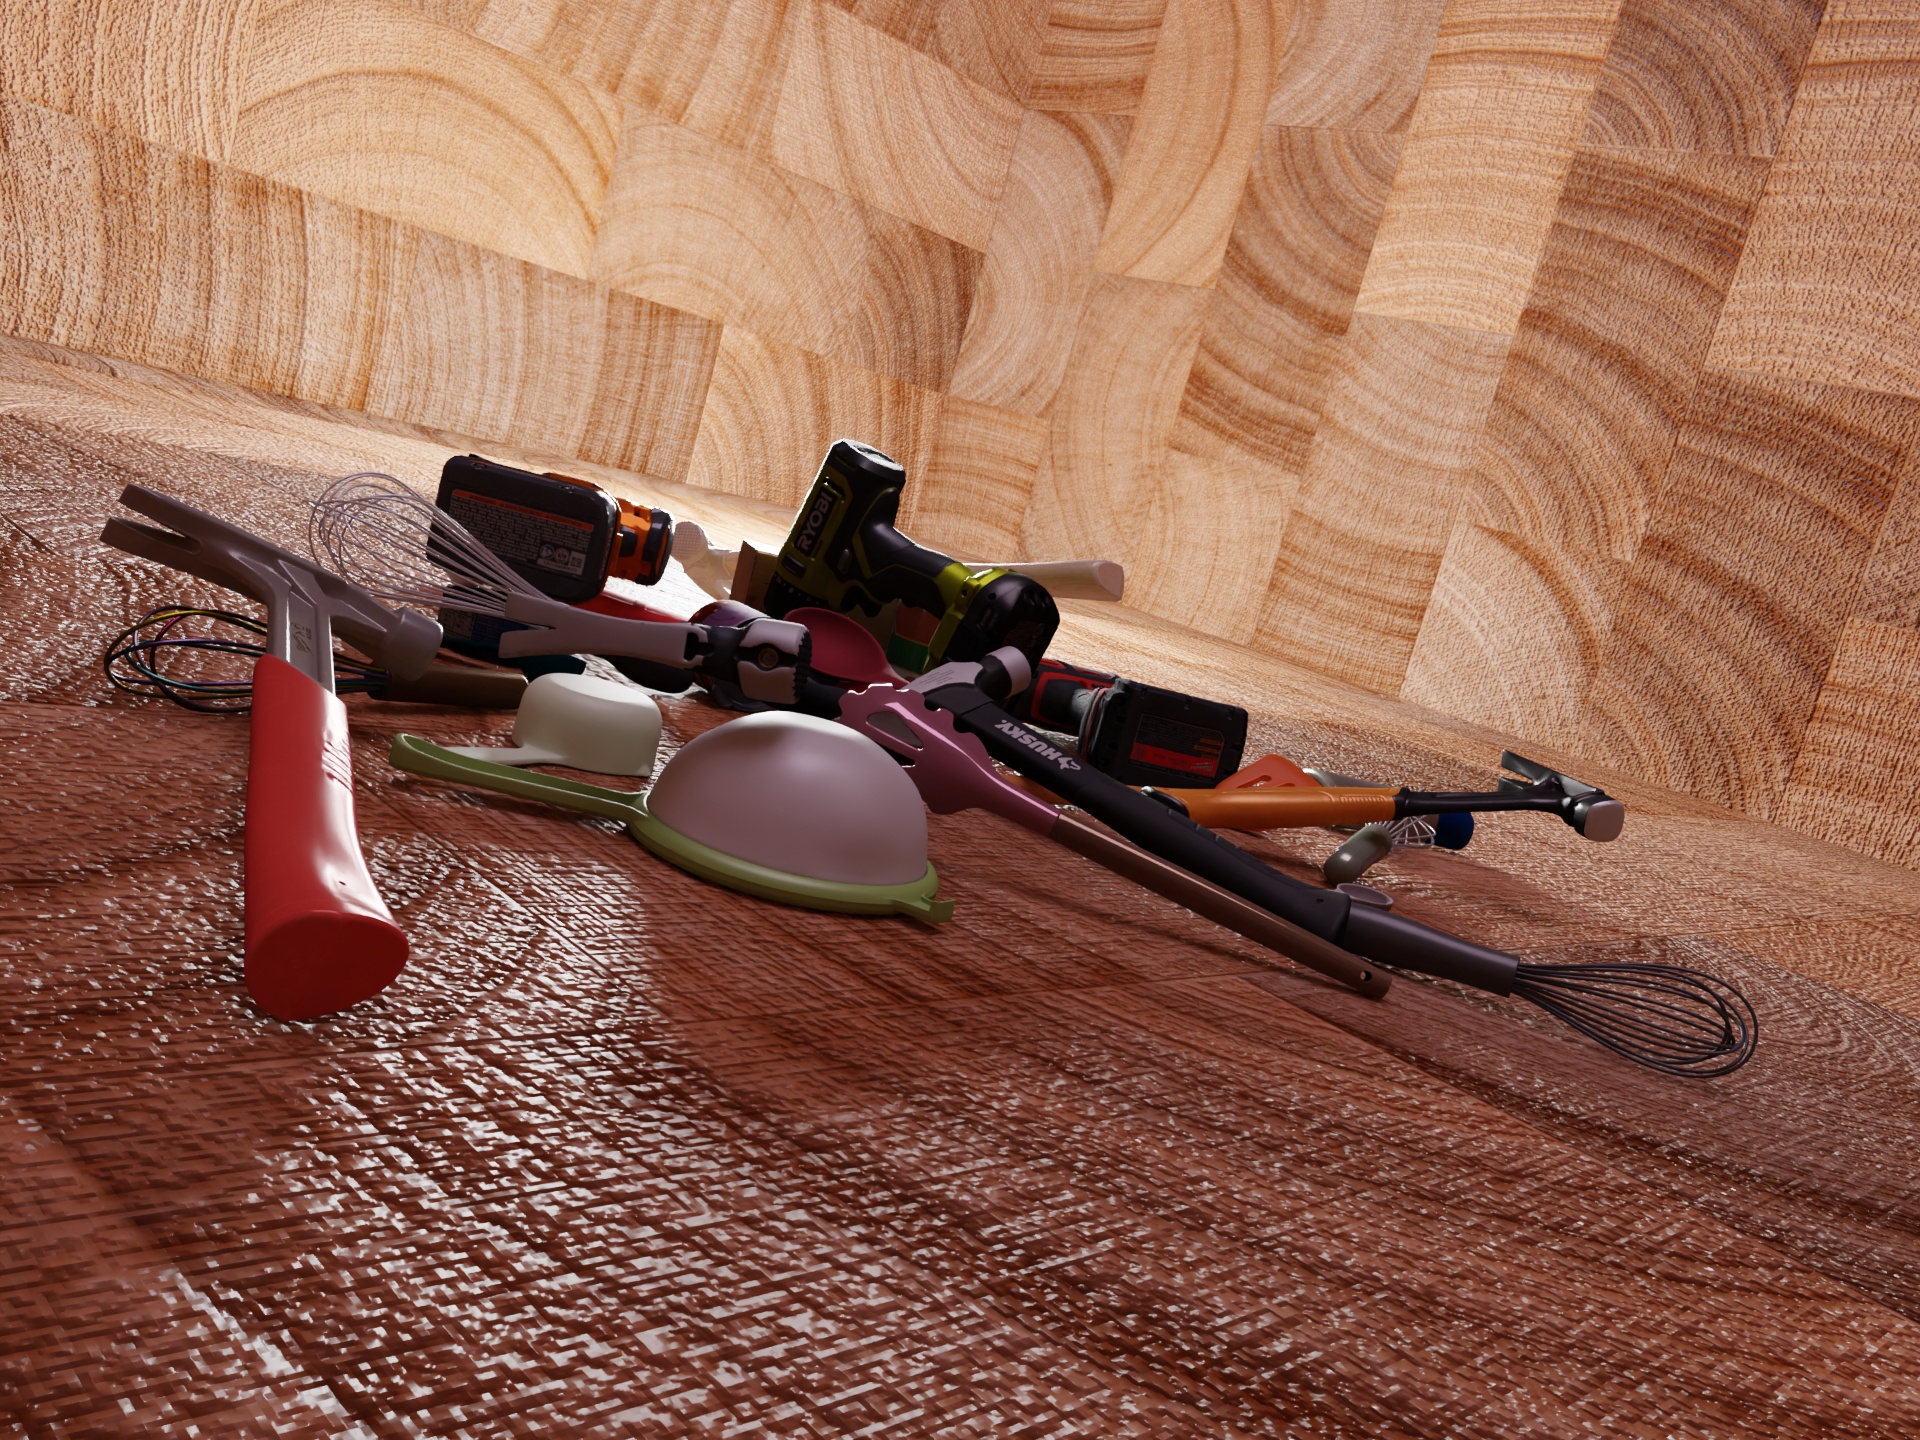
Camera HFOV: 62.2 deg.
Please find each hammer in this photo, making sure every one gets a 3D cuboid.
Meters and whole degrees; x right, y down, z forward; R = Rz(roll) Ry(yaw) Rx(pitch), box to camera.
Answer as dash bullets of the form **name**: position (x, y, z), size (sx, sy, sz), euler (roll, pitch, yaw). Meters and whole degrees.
- **hammer**: position (0.085, 0.050, 0.928), size (0.146, 0.035, 0.335), euler (-24, 40, -36)
- **hammer**: position (-0.212, -0.070, 1.235), size (0.386, 0.038, 0.143), euler (20, 8, 25)
- **hammer**: position (-0.120, -0.023, 0.897), size (0.149, 0.036, 0.409), euler (8, -3, 7)
- **hammer**: position (0.278, 0.055, 1.096), size (0.336, 0.034, 0.127), euler (-1, 14, -17)
- **hammer**: position (-0.254, -0.002, 0.591), size (0.149, 0.036, 0.359), euler (27, 10, -29)
- **hammer**: position (-0.054, -0.130, 1.457), size (0.411, 0.038, 0.146), euler (4, -15, 15)

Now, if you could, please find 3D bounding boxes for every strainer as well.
- **strainer**: position (-0.124, 0.021, 0.731), size (0.256, 0.069, 0.152), euler (15, 9, -17)

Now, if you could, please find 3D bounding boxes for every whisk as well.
- **whisk**: position (-0.304, -0.024, 0.790), size (0.051, 0.047, 0.244), euler (19, 6, 29)
- **whisk**: position (0.293, 0.133, 0.843), size (0.239, 0.055, 0.055), euler (15, 8, 21)
- **whisk**: position (0.300, 0.086, 1.142), size (0.059, 0.057, 0.246), euler (41, 22, 16)
- **whisk**: position (-0.269, -0.072, 0.970), size (0.070, 0.070, 0.284), euler (24, -3, 43)

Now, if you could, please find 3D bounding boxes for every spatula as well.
- **spatula**: position (0.130, 0.047, 1.097), size (0.322, 0.041, 0.081), euler (7, 27, -38)

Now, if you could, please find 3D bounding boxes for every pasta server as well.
- **pasta server**: position (0.073, 0.065, 0.814), size (0.316, 0.060, 0.040), euler (26, -1, 4)

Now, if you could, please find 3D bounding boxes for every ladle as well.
- **ladle**: position (-0.002, -0.003, 1.063), size (0.316, 0.031, 0.069), euler (28, 37, 31)

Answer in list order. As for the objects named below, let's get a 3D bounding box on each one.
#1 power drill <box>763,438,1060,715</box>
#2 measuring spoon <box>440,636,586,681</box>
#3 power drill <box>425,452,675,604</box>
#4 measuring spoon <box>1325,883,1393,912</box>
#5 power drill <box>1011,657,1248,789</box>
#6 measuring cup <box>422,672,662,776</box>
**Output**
- **power drill**: position (-0.054, -0.081, 1.208), size (0.229, 0.190, 0.080), euler (37, 19, 29)
- **measuring spoon**: position (-0.294, -0.036, 0.977), size (0.128, 0.021, 0.042), euler (8, -9, 8)
- **power drill**: position (-0.306, -0.141, 1.148), size (0.164, 0.084, 0.226), euler (14, 7, -2)
- **measuring spoon**: position (0.206, 0.111, 0.937), size (0.124, 0.018, 0.034), euler (1, 16, -34)
- **power drill**: position (0.150, 0.005, 1.290), size (0.187, 0.080, 0.227), euler (13, 6, -19)
- **measuring cup**: position (-0.211, 0.001, 0.799), size (0.083, 0.038, 0.167), euler (19, 7, 19)
